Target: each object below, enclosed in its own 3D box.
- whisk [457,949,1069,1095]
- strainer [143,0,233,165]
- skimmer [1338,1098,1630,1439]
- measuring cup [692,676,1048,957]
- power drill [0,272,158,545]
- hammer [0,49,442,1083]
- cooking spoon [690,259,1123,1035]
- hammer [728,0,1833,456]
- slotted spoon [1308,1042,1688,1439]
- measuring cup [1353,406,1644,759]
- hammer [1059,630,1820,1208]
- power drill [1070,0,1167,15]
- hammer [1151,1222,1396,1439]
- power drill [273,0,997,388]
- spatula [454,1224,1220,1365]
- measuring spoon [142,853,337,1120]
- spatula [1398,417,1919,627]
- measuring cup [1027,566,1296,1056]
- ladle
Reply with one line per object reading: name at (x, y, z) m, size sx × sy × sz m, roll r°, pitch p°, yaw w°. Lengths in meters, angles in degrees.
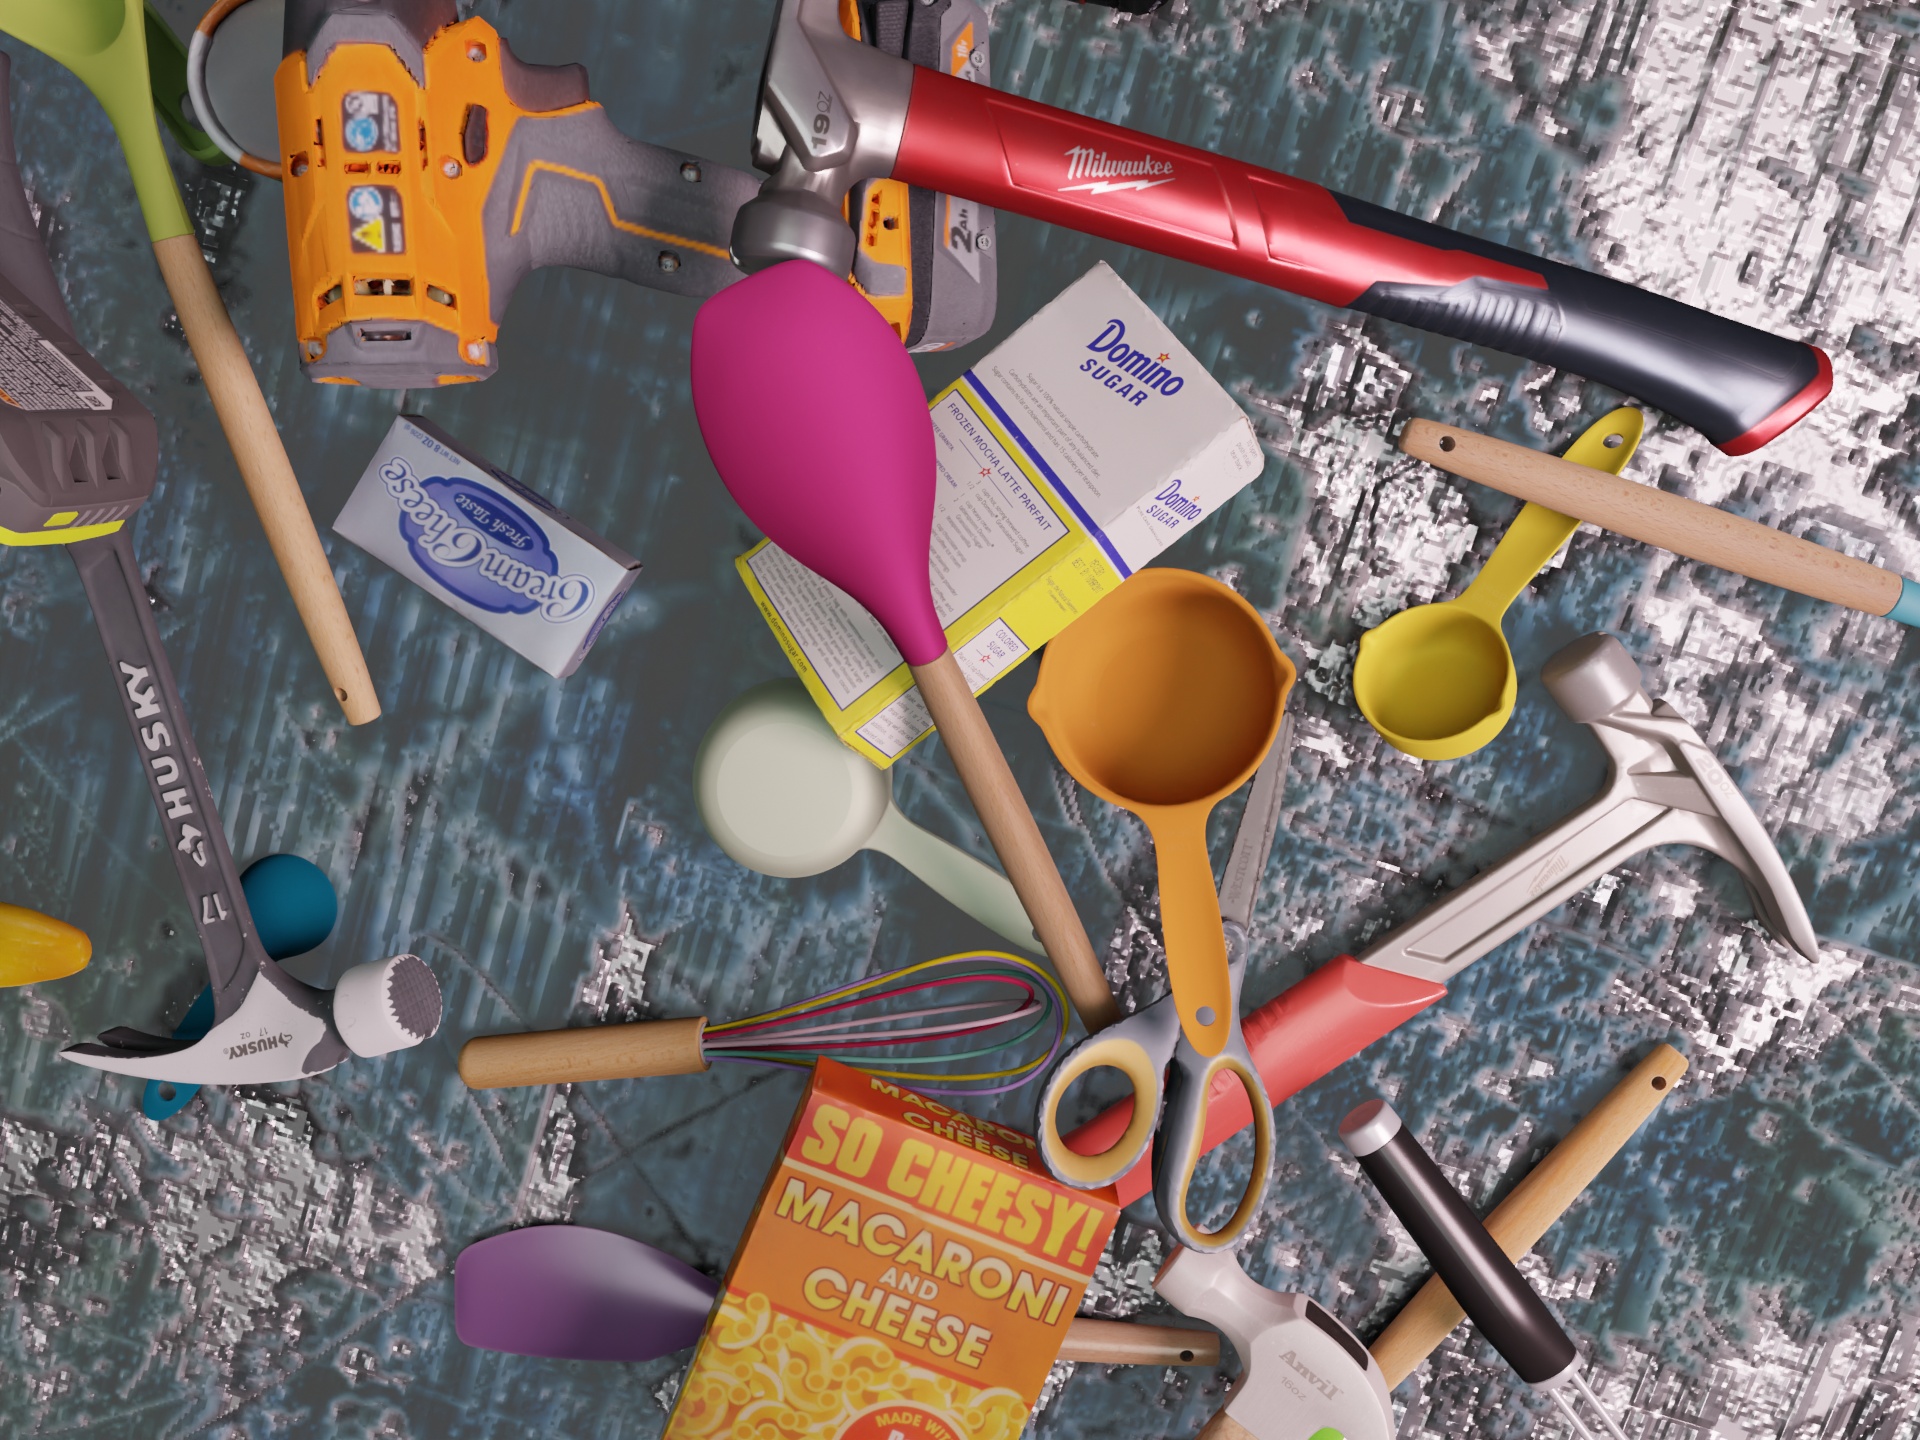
whisk at (-0.079, 0.121, 0.624) m, size 0.245 × 0.051 × 0.047 m, roll -6°, pitch 133°, yaw 8°
strainer at (-0.348, -0.306, 0.553) m, size 0.151 × 0.069 × 0.256 m, roll -37°, pitch 94°, yaw 6°
skimmer at (0.262, 0.288, 0.626) m, size 0.127 × 0.090 × 0.363 m, roll -37°, pitch 91°, yaw 10°
measuring cup at (-0.027, 0.048, 0.611) m, size 0.167 × 0.038 × 0.083 m, roll 33°, pitch 98°, yaw -1°
power drill at (-0.386, -0.040, 0.558) m, size 0.190 × 0.080 × 0.228 m, roll 42°, pitch 107°, yaw 1°
hammer at (-0.323, -0.056, 0.596) m, size 0.149 × 0.036 × 0.409 m, roll -16°, pitch 94°, yaw 15°
cooking spoon at (-0.001, -0.002, 0.536) m, size 0.069 × 0.017 × 0.318 m, roll -26°, pitch 118°, yaw 0°
hammer at (0.126, -0.172, 0.528) m, size 0.386 × 0.038 × 0.143 m, roll 11°, pitch 91°, yaw -15°
slotted spoon at (0.180, 0.248, 0.642) m, size 0.070 × 0.031 × 0.314 m, roll 41°, pitch 96°, yaw 0°
measuring cup at (0.208, -0.051, 0.595) m, size 0.062 × 0.029 × 0.156 m, roll 35°, pitch 84°, yaw 36°
hammer at (0.143, 0.126, 0.620) m, size 0.359 × 0.037 × 0.149 m, roll -36°, pitch 96°, yaw 6°
power drill at (-0.022, -0.348, 0.536) m, size 0.226 × 0.080 × 0.188 m, roll 13°, pitch 98°, yaw 3°
hammer at (0.056, 0.363, 0.639) m, size 0.130 × 0.031 × 0.331 m, roll 36°, pitch 106°, yaw 12°
power drill at (-0.107, -0.196, 0.530) m, size 0.226 × 0.084 × 0.164 m, roll -4°, pitch 99°, yaw -14°
spatula at (-0.052, 0.244, 0.652) m, size 0.316 × 0.018 × 0.059 m, roll 4°, pitch 99°, yaw 2°
measuring spoon at (-0.296, 0.111, 0.637) m, size 0.042 × 0.021 × 0.128 m, roll 33°, pitch 96°, yaw -3°
spatula at (0.305, -0.052, 0.576) m, size 0.317 × 0.044 × 0.082 m, roll 18°, pitch 96°, yaw -3°
measuring cup at (0.080, 0.033, 0.583) m, size 0.095 × 0.052 × 0.174 m, roll -8°, pitch 85°, yaw 10°
ladle at (-0.276, -0.141, 0.560) m, size 0.078 × 0.062 × 0.320 m, roll -3°, pitch 113°, yaw 29°
